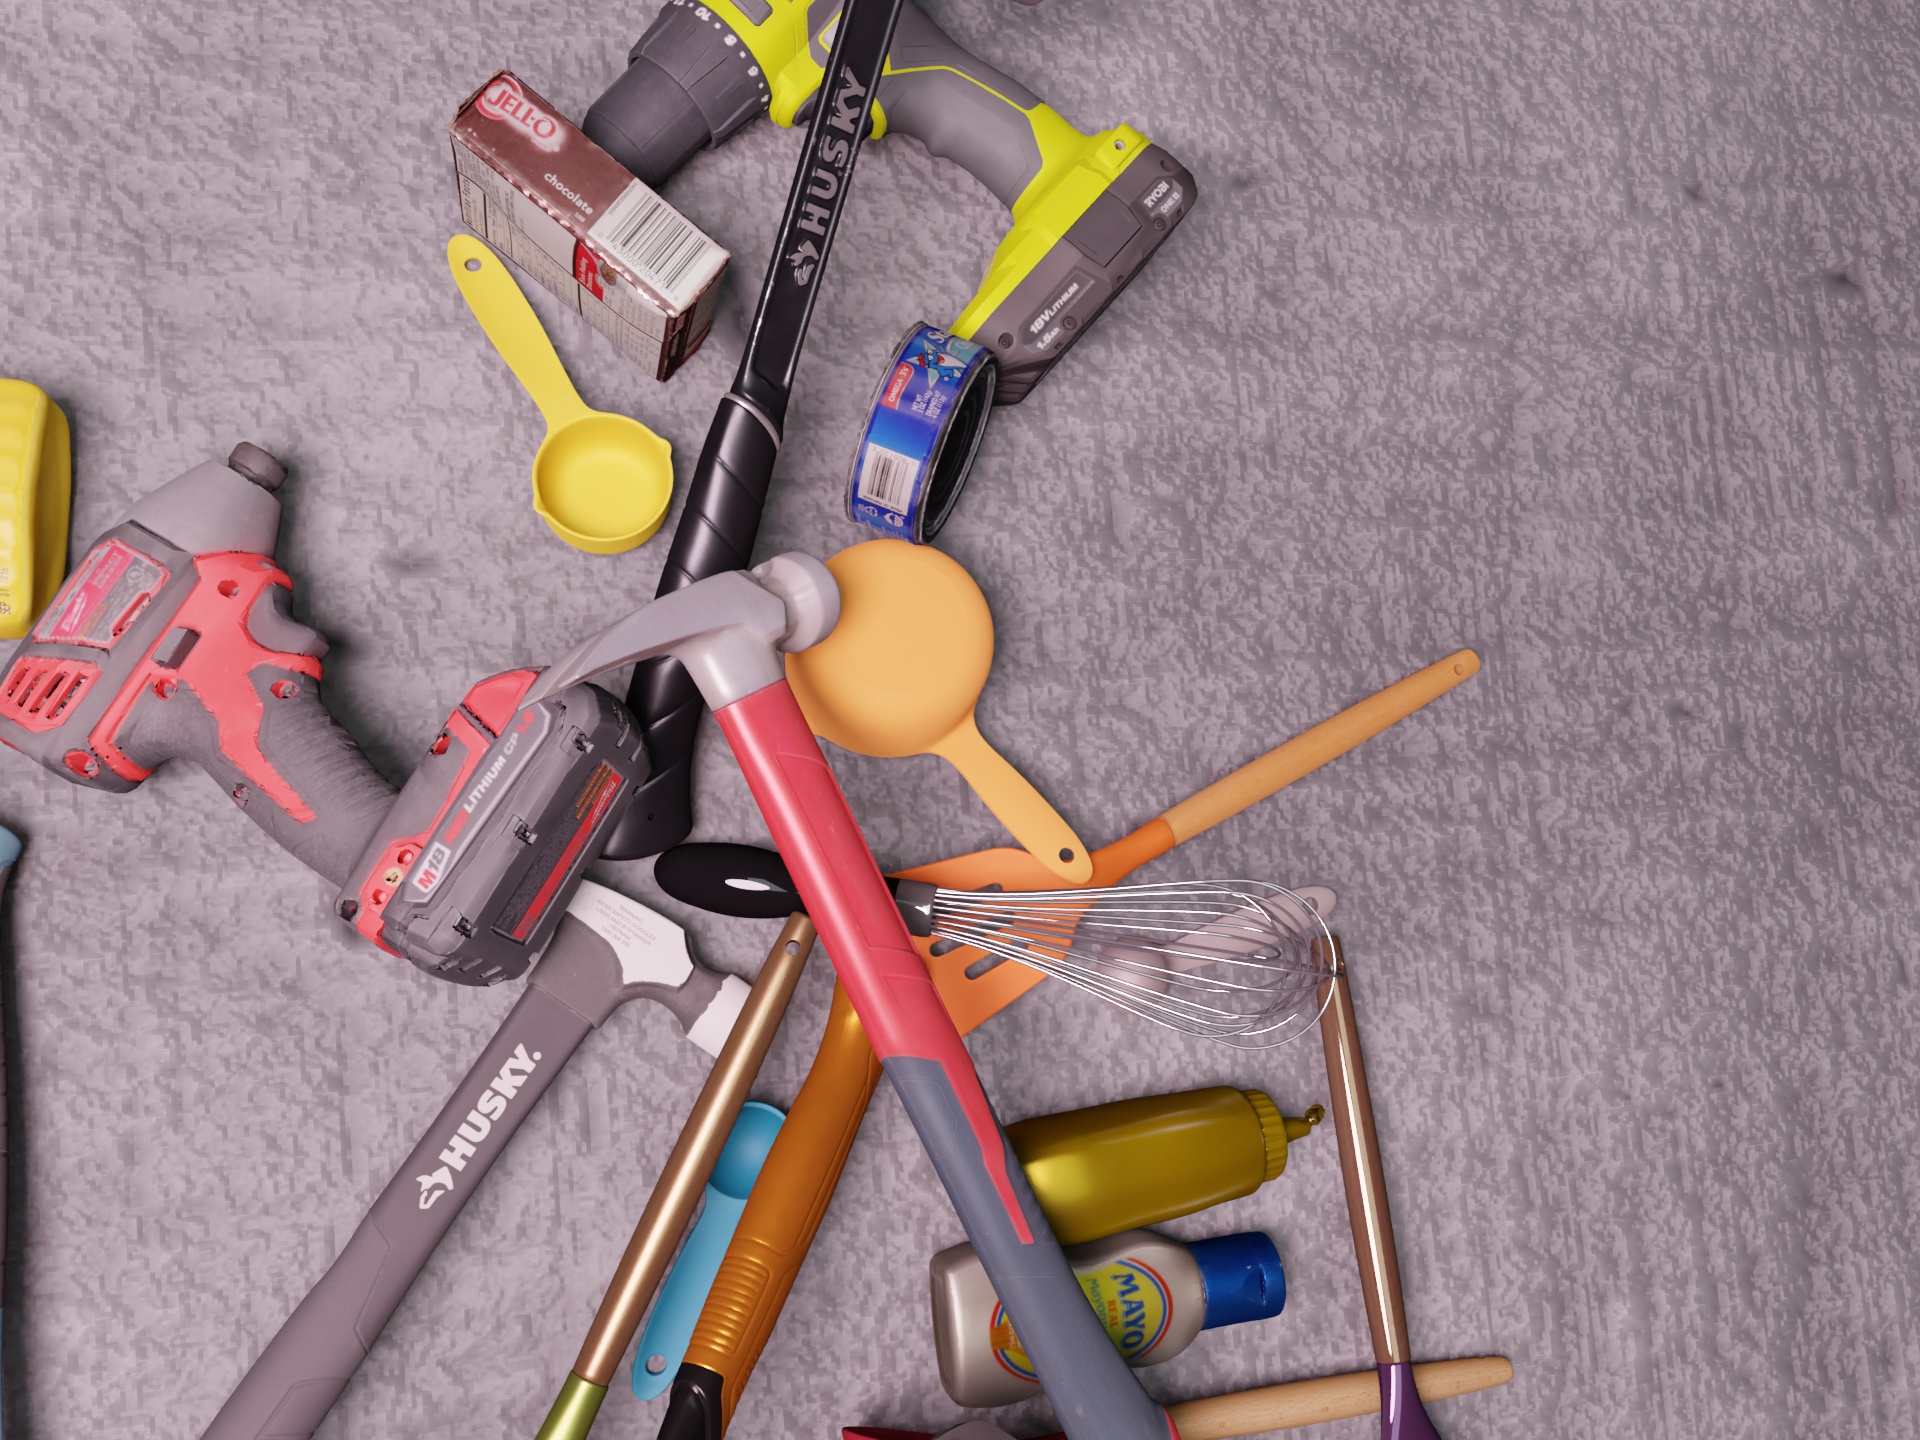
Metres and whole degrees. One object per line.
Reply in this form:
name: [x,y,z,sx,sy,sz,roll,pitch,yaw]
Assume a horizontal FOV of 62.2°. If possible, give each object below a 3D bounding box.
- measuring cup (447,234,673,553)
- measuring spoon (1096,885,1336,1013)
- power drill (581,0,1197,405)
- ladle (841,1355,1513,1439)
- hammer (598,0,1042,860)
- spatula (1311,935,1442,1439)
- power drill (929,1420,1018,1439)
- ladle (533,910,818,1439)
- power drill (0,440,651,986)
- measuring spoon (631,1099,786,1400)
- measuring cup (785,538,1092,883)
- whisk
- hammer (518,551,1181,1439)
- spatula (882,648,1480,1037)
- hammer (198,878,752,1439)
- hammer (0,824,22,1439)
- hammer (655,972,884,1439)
measuring cup: [-0.175,-0.138,0.674,0.062,0.029,0.156,-29,79,-15]
measuring spoon: [0.119,0.099,0.717,0.124,0.018,0.034,-19,88,-16]
power drill: [-0.031,-0.248,0.692,0.228,0.080,0.190,42,80,-4]
ladle: [0.103,0.296,0.676,0.315,0.069,0.031,1,76,-20]
hammer: [-0.079,-0.136,0.617,0.149,0.036,0.409,11,102,-39]
spatula: [0.187,0.252,0.695,0.059,0.018,0.316,1,74,-31]
power drill: [-0.017,0.376,0.579,0.171,0.080,0.223,36,110,-6]
ladle: [-0.127,0.221,0.605,0.078,0.062,0.320,25,77,-1]
power drill: [-0.235,-0.007,0.590,0.220,0.078,0.143,27,77,10]
measuring spoon: [-0.105,0.215,0.652,0.042,0.021,0.128,24,87,-13]
measuring cup: [-0.001,-0.002,0.664,0.095,0.052,0.174,-40,81,-17]
whisk: [0.013,0.081,0.648,0.284,0.070,0.070,8,81,4]
hammer: [-0.020,0.130,0.574,0.143,0.038,0.386,-31,97,-55]
spatula: [0.108,0.040,0.721,0.322,0.041,0.081,-27,91,-20]
hammer: [-0.222,0.201,0.587,0.146,0.035,0.335,36,67,-7]
hammer: [-0.352,0.194,0.561,0.128,0.033,0.331,6,72,-53]
hammer: [-0.083,0.233,0.578,0.034,0.127,0.337,6,49,23]
